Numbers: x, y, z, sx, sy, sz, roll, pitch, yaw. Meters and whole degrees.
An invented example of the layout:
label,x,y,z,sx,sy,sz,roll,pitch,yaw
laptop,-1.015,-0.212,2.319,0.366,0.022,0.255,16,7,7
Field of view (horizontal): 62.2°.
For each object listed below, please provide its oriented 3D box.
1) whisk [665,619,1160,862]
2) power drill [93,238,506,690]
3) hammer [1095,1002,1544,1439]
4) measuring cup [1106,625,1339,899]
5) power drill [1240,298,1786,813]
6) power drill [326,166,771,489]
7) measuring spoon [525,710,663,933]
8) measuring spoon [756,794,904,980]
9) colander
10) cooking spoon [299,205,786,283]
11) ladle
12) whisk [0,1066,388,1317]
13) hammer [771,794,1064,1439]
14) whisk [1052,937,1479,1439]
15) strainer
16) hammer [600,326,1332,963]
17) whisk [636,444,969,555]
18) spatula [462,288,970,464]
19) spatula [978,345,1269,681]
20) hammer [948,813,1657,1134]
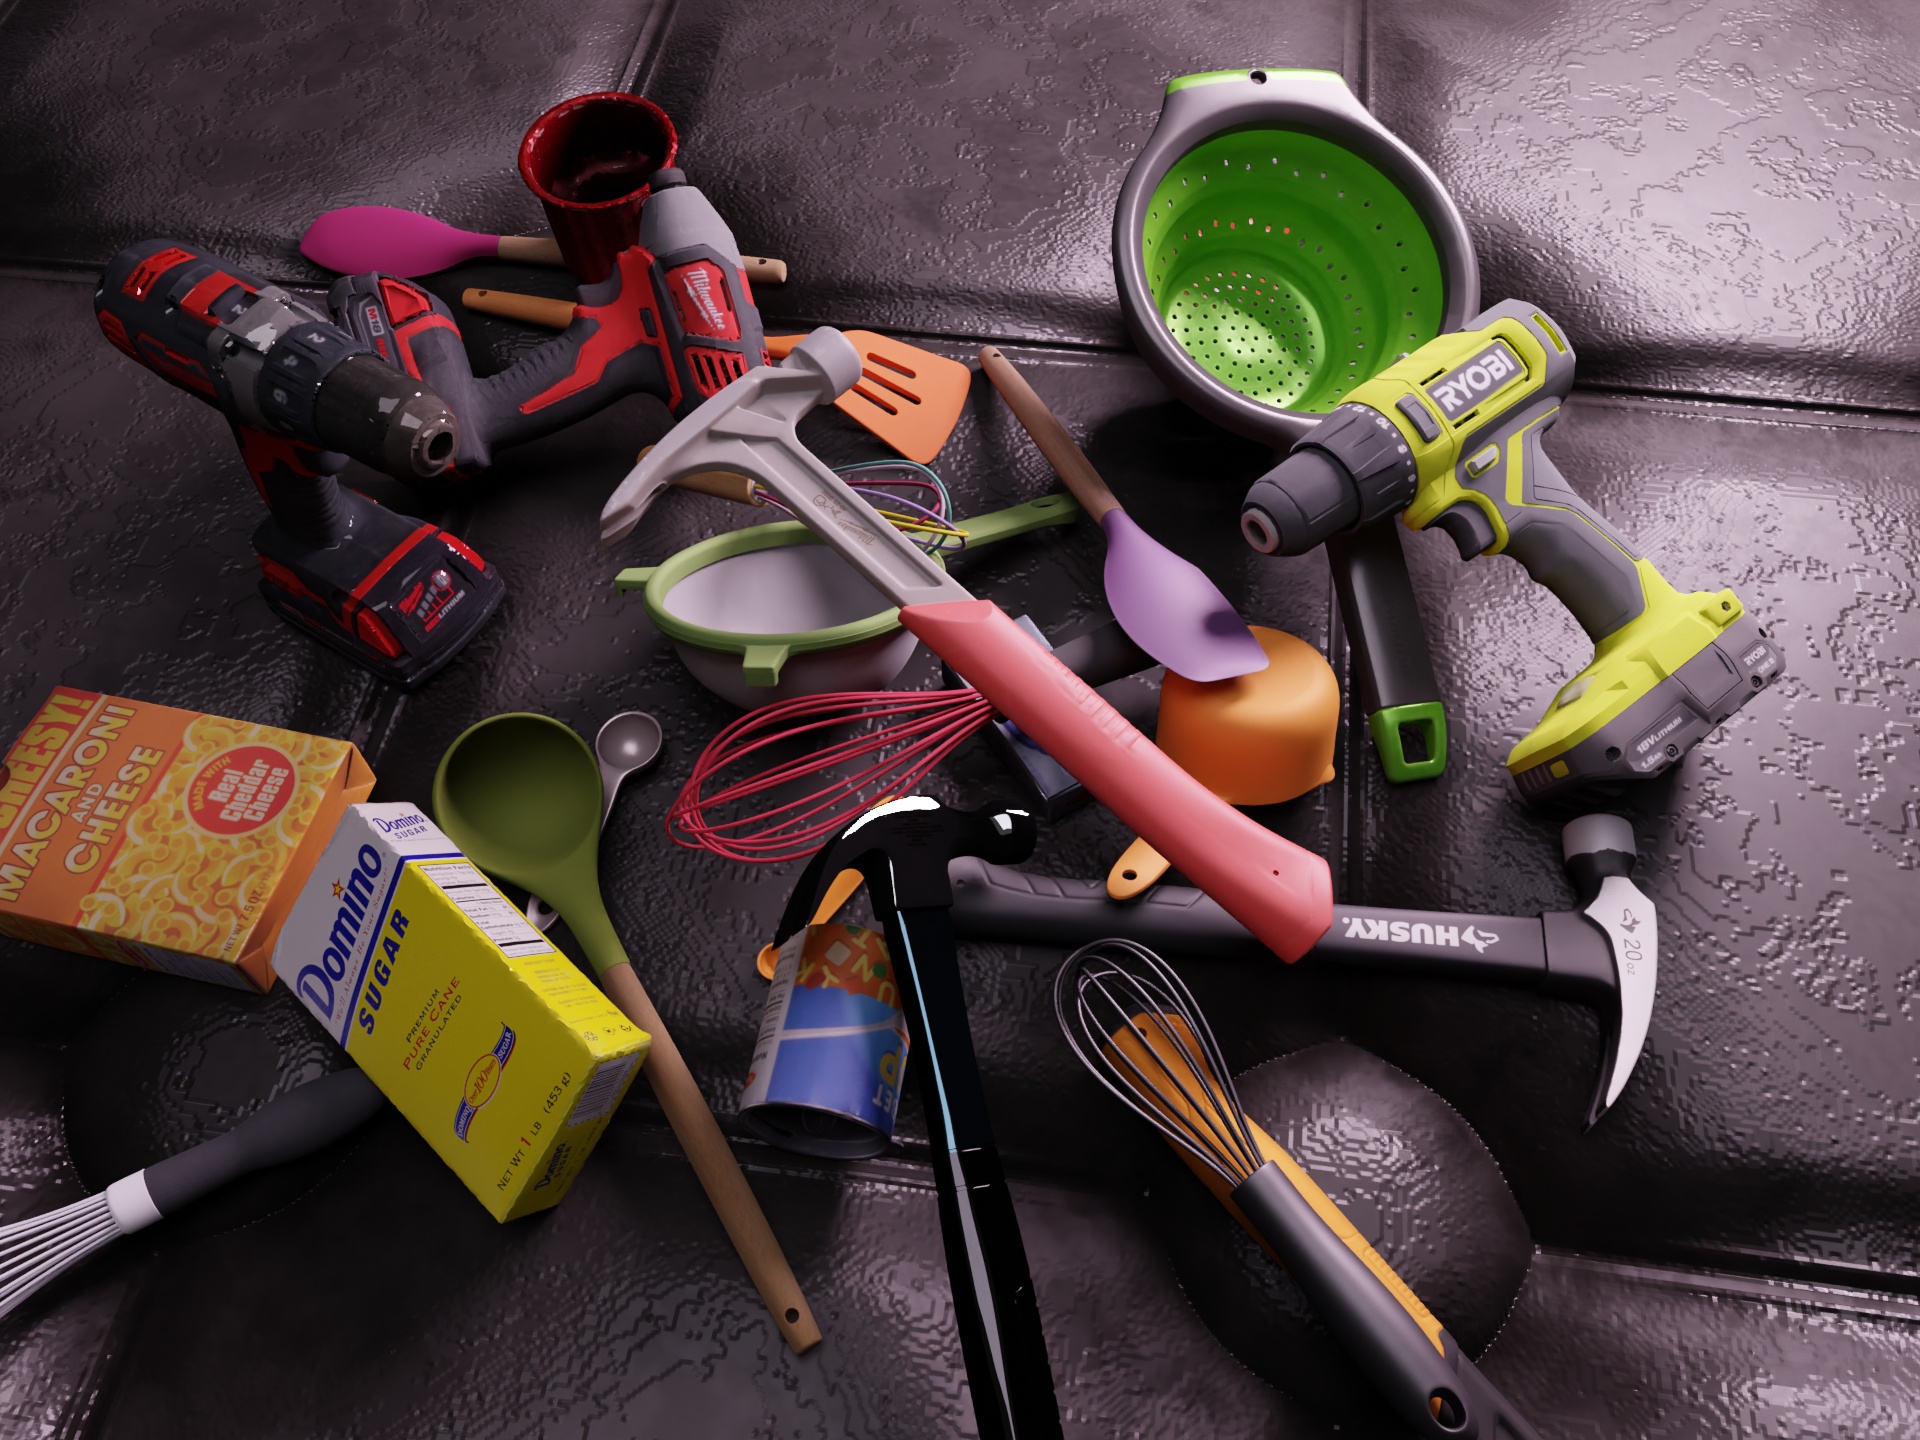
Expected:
label,x,y,z,sx,sy,sz,roll,pitch,yaw
whisk,-0.001,-0.002,0.755,0.296,0.073,0.073,-22,59,-20
power drill,-0.295,-0.113,0.767,0.188,0.226,0.080,27,62,18
hammer,0.168,0.248,0.632,0.127,0.034,0.337,-33,62,-19
measuring cup,0.116,0.016,0.748,0.095,0.052,0.174,23,45,26
power drill,0.261,-0.073,0.765,0.190,0.080,0.228,-34,83,-19
power drill,-0.223,-0.216,0.885,0.219,0.078,0.143,-15,95,-4
measuring spoon,-0.182,0.052,0.786,0.034,0.018,0.124,16,66,16
measuring spoon,-0.059,0.080,0.765,0.021,0.011,0.117,26,58,18
colander,0.185,-0.153,0.860,0.204,0.094,0.397,-7,77,-12
cooking spoon,-0.267,-0.298,1.010,0.319,0.017,0.069,7,55,6
ladle,-0.144,0.129,0.701,0.078,0.062,0.320,-30,66,-9
whisk,-0.377,0.217,0.664,0.284,0.070,0.070,-25,60,-19
hammer,0.006,0.187,0.638,0.128,0.033,0.331,1,65,-33
whisk,0.119,0.182,0.633,0.055,0.055,0.239,-32,65,-17
strainer,-0.038,-0.060,0.829,0.256,0.069,0.152,-20,33,-31
hammer,0.014,-0.019,0.703,0.359,0.036,0.149,42,68,7
whisk,-0.092,-0.120,0.830,0.245,0.051,0.047,18,41,40
spatula,-0.155,-0.222,0.956,0.323,0.041,0.081,14,59,15
spatula,0.068,-0.119,0.840,0.059,0.018,0.316,-10,43,-17
hammer,0.145,0.100,0.728,0.335,0.035,0.146,4,57,5
